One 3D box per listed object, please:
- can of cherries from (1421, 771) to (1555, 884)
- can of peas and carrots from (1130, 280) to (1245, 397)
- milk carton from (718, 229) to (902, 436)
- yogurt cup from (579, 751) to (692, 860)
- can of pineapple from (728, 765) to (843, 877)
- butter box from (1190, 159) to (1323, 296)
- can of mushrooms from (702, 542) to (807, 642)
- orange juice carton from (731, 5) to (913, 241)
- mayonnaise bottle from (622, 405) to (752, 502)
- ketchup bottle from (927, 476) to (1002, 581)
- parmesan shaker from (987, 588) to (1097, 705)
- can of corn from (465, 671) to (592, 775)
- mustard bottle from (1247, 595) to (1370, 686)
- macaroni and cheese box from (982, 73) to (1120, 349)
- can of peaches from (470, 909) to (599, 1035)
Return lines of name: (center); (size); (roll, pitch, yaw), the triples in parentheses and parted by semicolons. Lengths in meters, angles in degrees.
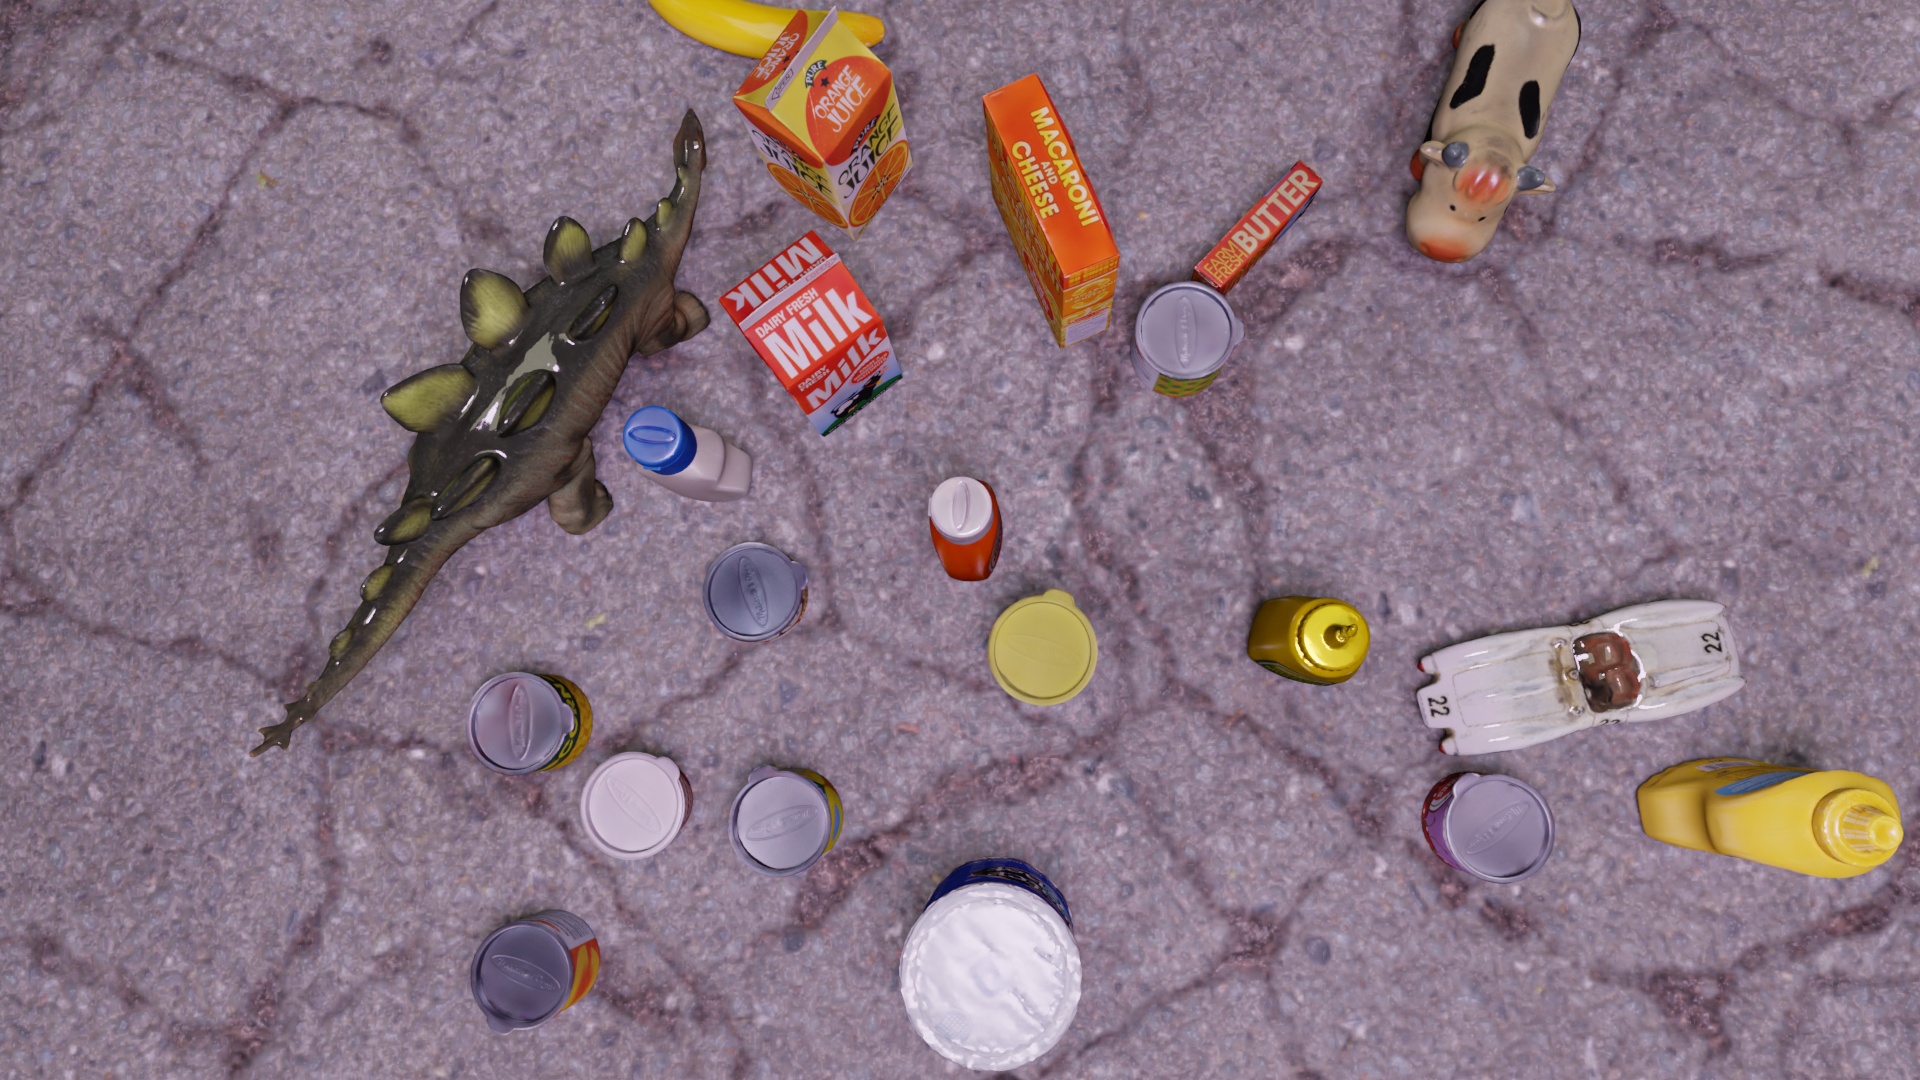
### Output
can of cherries: (0.331, 0.177, 0.879); (0.071, 0.058, 0.071); (0, 83, 3)
can of peas and carrots: (0.150, -0.133, 0.927); (0.071, 0.058, 0.071); (0, 83, 3)
milk carton: (-0.093, -0.131, 0.873); (0.072, 0.190, 0.073); (-38, 83, -2)
yogurt cup: (-0.208, 0.172, 0.909); (0.072, 0.054, 0.072); (0, 83, 3)
can of pineapple: (-0.112, 0.180, 0.901); (0.071, 0.058, 0.071); (0, 83, 3)
butter box: (0.198, -0.205, 0.937); (0.024, 0.053, 0.103); (44, 87, 7)
can of mushrooms: (-0.135, 0.035, 0.933); (0.071, 0.033, 0.071); (0, 83, 3)
orange juice carton: (-0.087, -0.269, 0.889); (0.073, 0.192, 0.072); (36, 86, 6)
mayonnaise bottle: (-0.177, -0.054, 0.889); (0.065, 0.148, 0.041); (6, 84, 4)
ketchup bottle: (0.003, -0.011, 0.874); (0.043, 0.148, 0.065); (3, 84, 3)
parmesan shaker: (0.053, 0.069, 0.884); (0.071, 0.103, 0.071); (0, 83, 3)
can of corn: (-0.281, 0.120, 0.917); (0.071, 0.058, 0.071); (0, 83, 3)
mustard bottle: (0.217, 0.061, 0.848); (0.065, 0.160, 0.049); (19, 85, 5)
macaroni and cheese box: (0.058, -0.204, 0.887); (0.040, 0.166, 0.124); (-23, 83, 0)
can of peaches: (-0.274, 0.278, 0.897); (0.071, 0.058, 0.071); (0, 83, 3)
